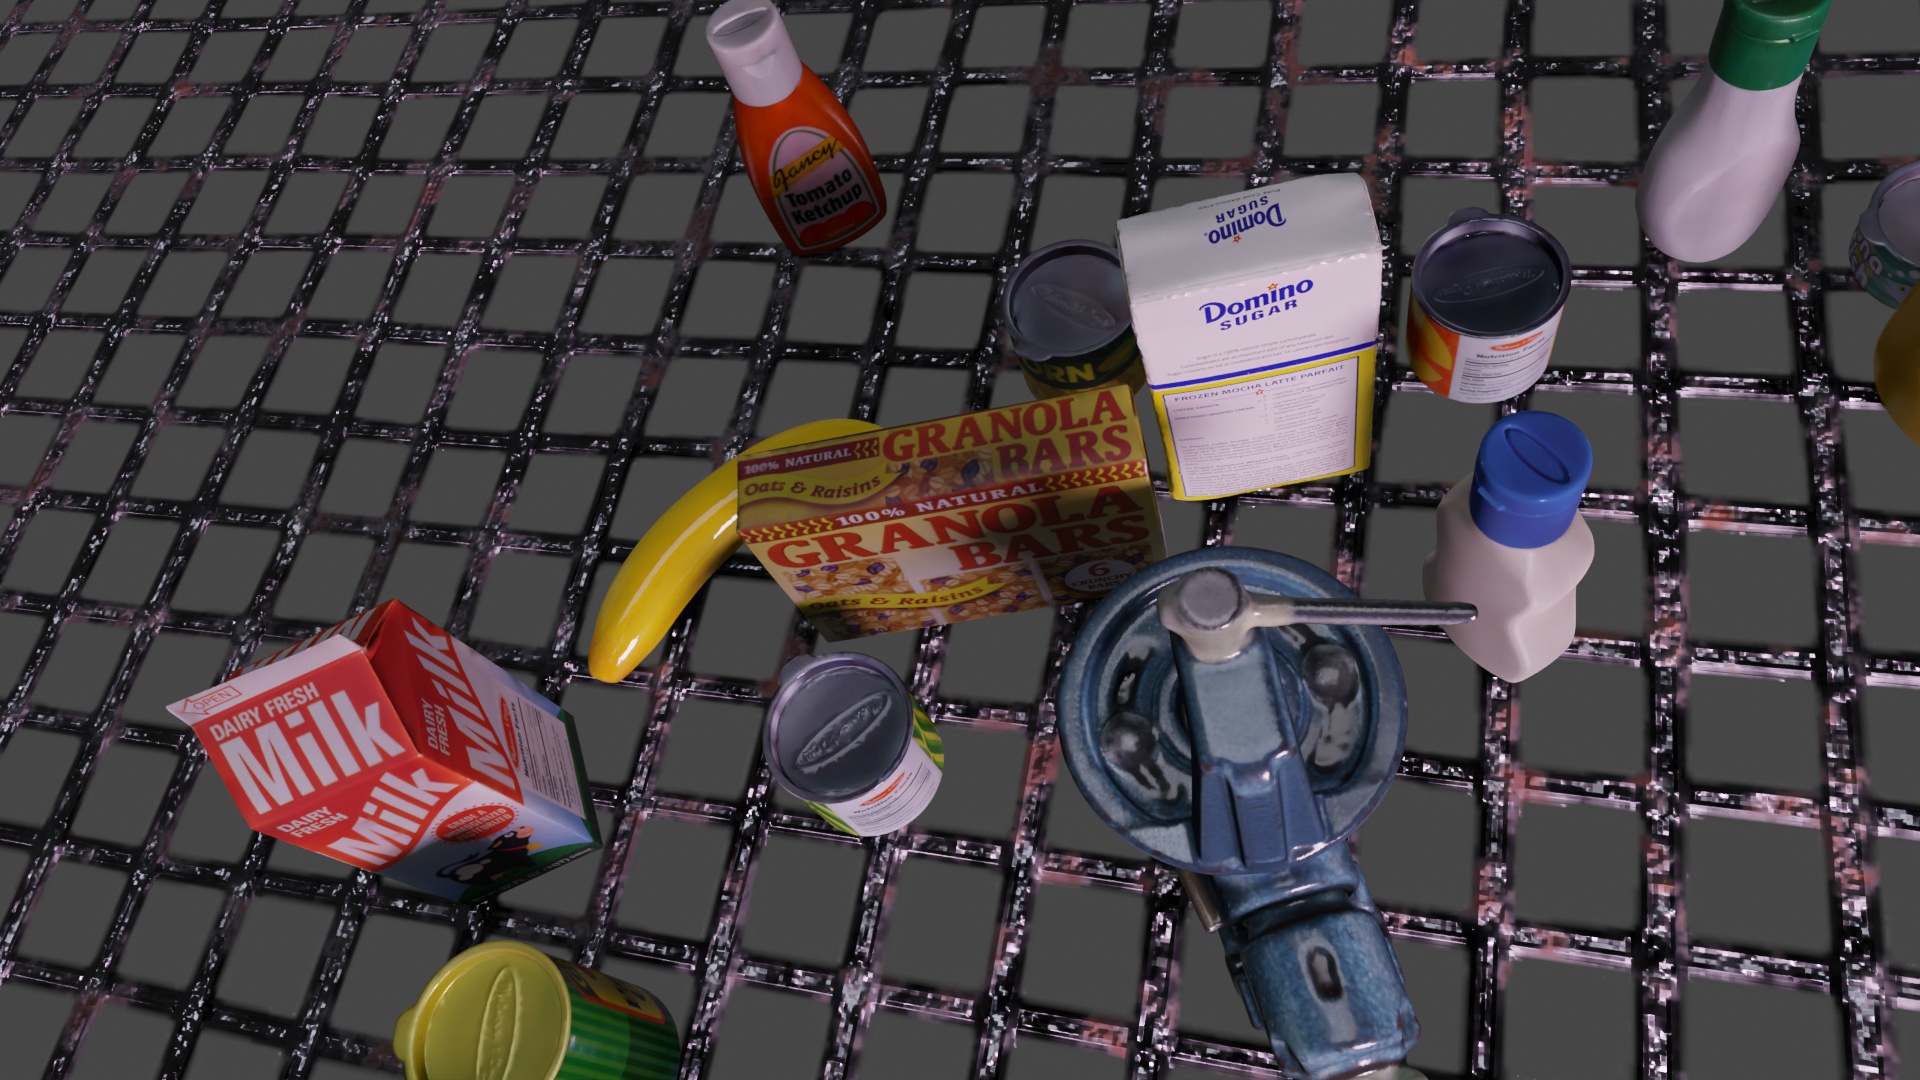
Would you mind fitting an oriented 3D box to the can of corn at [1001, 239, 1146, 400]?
[{"bbox_3d":[0.056,-0.099,0.671,0.071,0.058,0.071,-6,63,12],"label":"can of corn"}]

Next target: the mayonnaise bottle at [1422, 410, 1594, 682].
[{"bbox_3d":[0.210,0.003,0.530,0.041,0.147,0.065,-35,61,-4],"label":"mayonnaise bottle"}]

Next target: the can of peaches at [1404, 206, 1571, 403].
[{"bbox_3d":[0.236,-0.106,0.629,0.071,0.058,0.071,-6,63,11],"label":"can of peaches"}]

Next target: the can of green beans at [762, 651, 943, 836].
[{"bbox_3d":[-0.045,0.089,0.602,0.071,0.057,0.071,-6,63,11],"label":"can of green beans"}]

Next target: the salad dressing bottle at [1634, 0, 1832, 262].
[{"bbox_3d":[0.330,-0.180,0.591,0.064,0.147,0.044,-24,61,2],"label":"salad dressing bottle"}]

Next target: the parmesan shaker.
[{"bbox_3d":[-0.164,0.201,0.550,0.071,0.102,0.071,-6,63,12],"label":"parmesan shaker"}]

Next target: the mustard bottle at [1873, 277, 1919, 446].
[{"bbox_3d":[0.399,-0.091,0.522,0.049,0.159,0.065,-21,61,3],"label":"mustard bottle"}]

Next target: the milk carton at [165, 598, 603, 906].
[{"bbox_3d":[-0.229,0.087,0.574,0.072,0.190,0.074,-24,61,2],"label":"milk carton"}]

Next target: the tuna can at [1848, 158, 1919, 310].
[{"bbox_3d":[0.428,-0.132,0.608,0.071,0.032,0.071,-6,63,11],"label":"tuna can"}]

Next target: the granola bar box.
[{"bbox_3d":[0.002,-0.008,0.601,0.165,0.123,0.039,-10,63,9],"label":"granola bar box"}]

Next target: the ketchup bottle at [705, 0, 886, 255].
[{"bbox_3d":[-0.086,-0.210,0.711,0.065,0.148,0.044,-25,61,1],"label":"ketchup bottle"}]
